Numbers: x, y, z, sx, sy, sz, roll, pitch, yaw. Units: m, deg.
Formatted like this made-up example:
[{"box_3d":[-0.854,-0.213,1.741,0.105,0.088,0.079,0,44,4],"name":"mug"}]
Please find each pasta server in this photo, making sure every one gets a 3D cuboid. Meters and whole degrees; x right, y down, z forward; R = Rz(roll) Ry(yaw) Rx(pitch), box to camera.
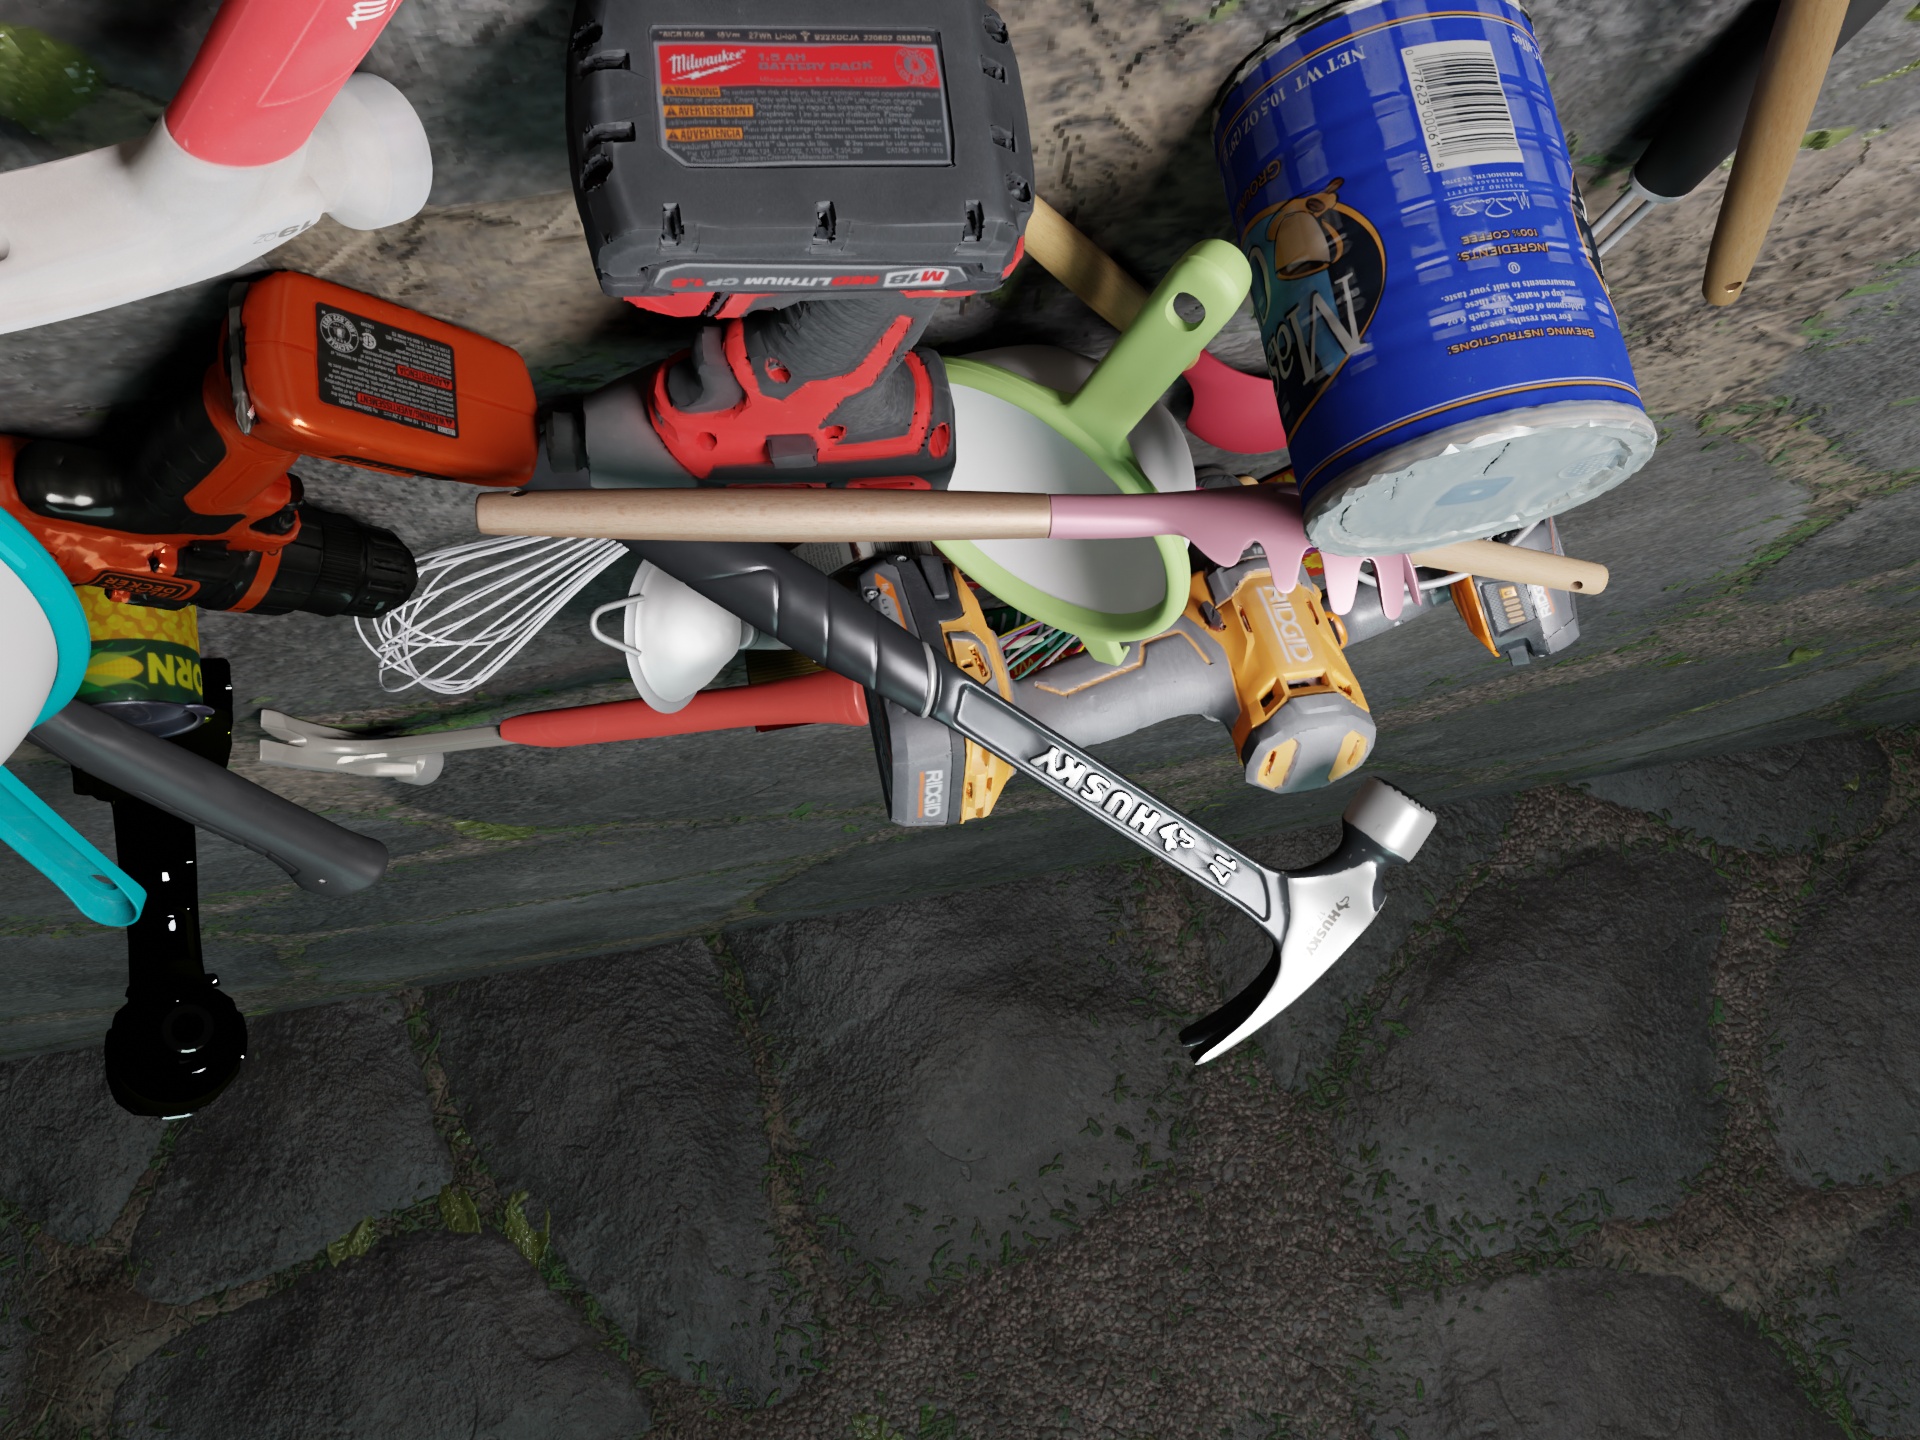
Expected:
[{"box_3d":[0.002,-0.061,0.531,0.316,0.040,0.060,0,-159,-7],"name":"pasta server"}]

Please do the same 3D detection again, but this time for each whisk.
[{"box_3d":[-0.162,-0.077,0.702,0.284,0.070,0.070,-22,164,27],"name":"whisk"},{"box_3d":[0.080,-0.061,0.913,0.245,0.047,0.051,-37,158,35],"name":"whisk"}]

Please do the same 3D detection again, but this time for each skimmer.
[{"box_3d":[0.244,-0.150,0.619,0.127,0.090,0.363,-2,166,-9],"name":"skimmer"}]

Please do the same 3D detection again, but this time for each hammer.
[{"box_3d":[-0.001,-0.002,0.662,0.408,0.149,0.036,32,-173,-12],"name":"hammer"},{"box_3d":[-0.227,0.001,0.949,0.359,0.037,0.149,-6,170,17],"name":"hammer"},{"box_3d":[-0.371,0.000,0.664,0.146,0.035,0.334,-18,146,22],"name":"hammer"},{"box_3d":[-0.074,-0.177,0.248,0.386,0.038,0.143,-27,-171,43],"name":"hammer"}]

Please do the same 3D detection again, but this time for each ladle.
[{"box_3d":[0.231,-0.189,0.418,0.078,0.062,0.320,-10,160,13],"name":"ladle"},{"box_3d":[0.079,-0.154,0.624,0.069,0.031,0.315,-14,166,28],"name":"ladle"}]

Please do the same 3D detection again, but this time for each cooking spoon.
[{"box_3d":[0.135,-0.092,0.716,0.319,0.017,0.068,11,134,-2],"name":"cooking spoon"}]

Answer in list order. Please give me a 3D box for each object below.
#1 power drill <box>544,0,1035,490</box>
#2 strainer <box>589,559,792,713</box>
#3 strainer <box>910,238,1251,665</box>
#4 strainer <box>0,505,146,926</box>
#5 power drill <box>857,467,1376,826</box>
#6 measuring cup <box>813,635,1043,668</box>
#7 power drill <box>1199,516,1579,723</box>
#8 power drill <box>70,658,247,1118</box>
[{"box_3d":[-0.061,-0.123,0.489,0.143,0.079,0.219,-4,166,-11],"name":"power drill"},{"box_3d":[-0.118,-0.049,0.846,0.050,0.087,0.258,5,-177,12],"name":"strainer"},{"box_3d":[0.056,-0.120,0.599,0.069,0.151,0.256,-52,-177,-23],"name":"strainer"},{"box_3d":[-0.401,0.022,0.566,0.211,0.095,0.340,-6,145,5],"name":"strainer"},{"box_3d":[0.066,-0.043,0.767,0.226,0.186,0.084,-7,143,-9],"name":"power drill"},{"box_3d":[-0.016,-0.060,0.949,0.167,0.038,0.083,-4,167,-40],"name":"measuring cup"},{"box_3d":[0.239,-0.059,0.940,0.226,0.084,0.164,-16,-163,24],"name":"power drill"},{"box_3d":[-0.410,0.087,0.820,0.080,0.229,0.190,-4,166,-30],"name":"power drill"}]
